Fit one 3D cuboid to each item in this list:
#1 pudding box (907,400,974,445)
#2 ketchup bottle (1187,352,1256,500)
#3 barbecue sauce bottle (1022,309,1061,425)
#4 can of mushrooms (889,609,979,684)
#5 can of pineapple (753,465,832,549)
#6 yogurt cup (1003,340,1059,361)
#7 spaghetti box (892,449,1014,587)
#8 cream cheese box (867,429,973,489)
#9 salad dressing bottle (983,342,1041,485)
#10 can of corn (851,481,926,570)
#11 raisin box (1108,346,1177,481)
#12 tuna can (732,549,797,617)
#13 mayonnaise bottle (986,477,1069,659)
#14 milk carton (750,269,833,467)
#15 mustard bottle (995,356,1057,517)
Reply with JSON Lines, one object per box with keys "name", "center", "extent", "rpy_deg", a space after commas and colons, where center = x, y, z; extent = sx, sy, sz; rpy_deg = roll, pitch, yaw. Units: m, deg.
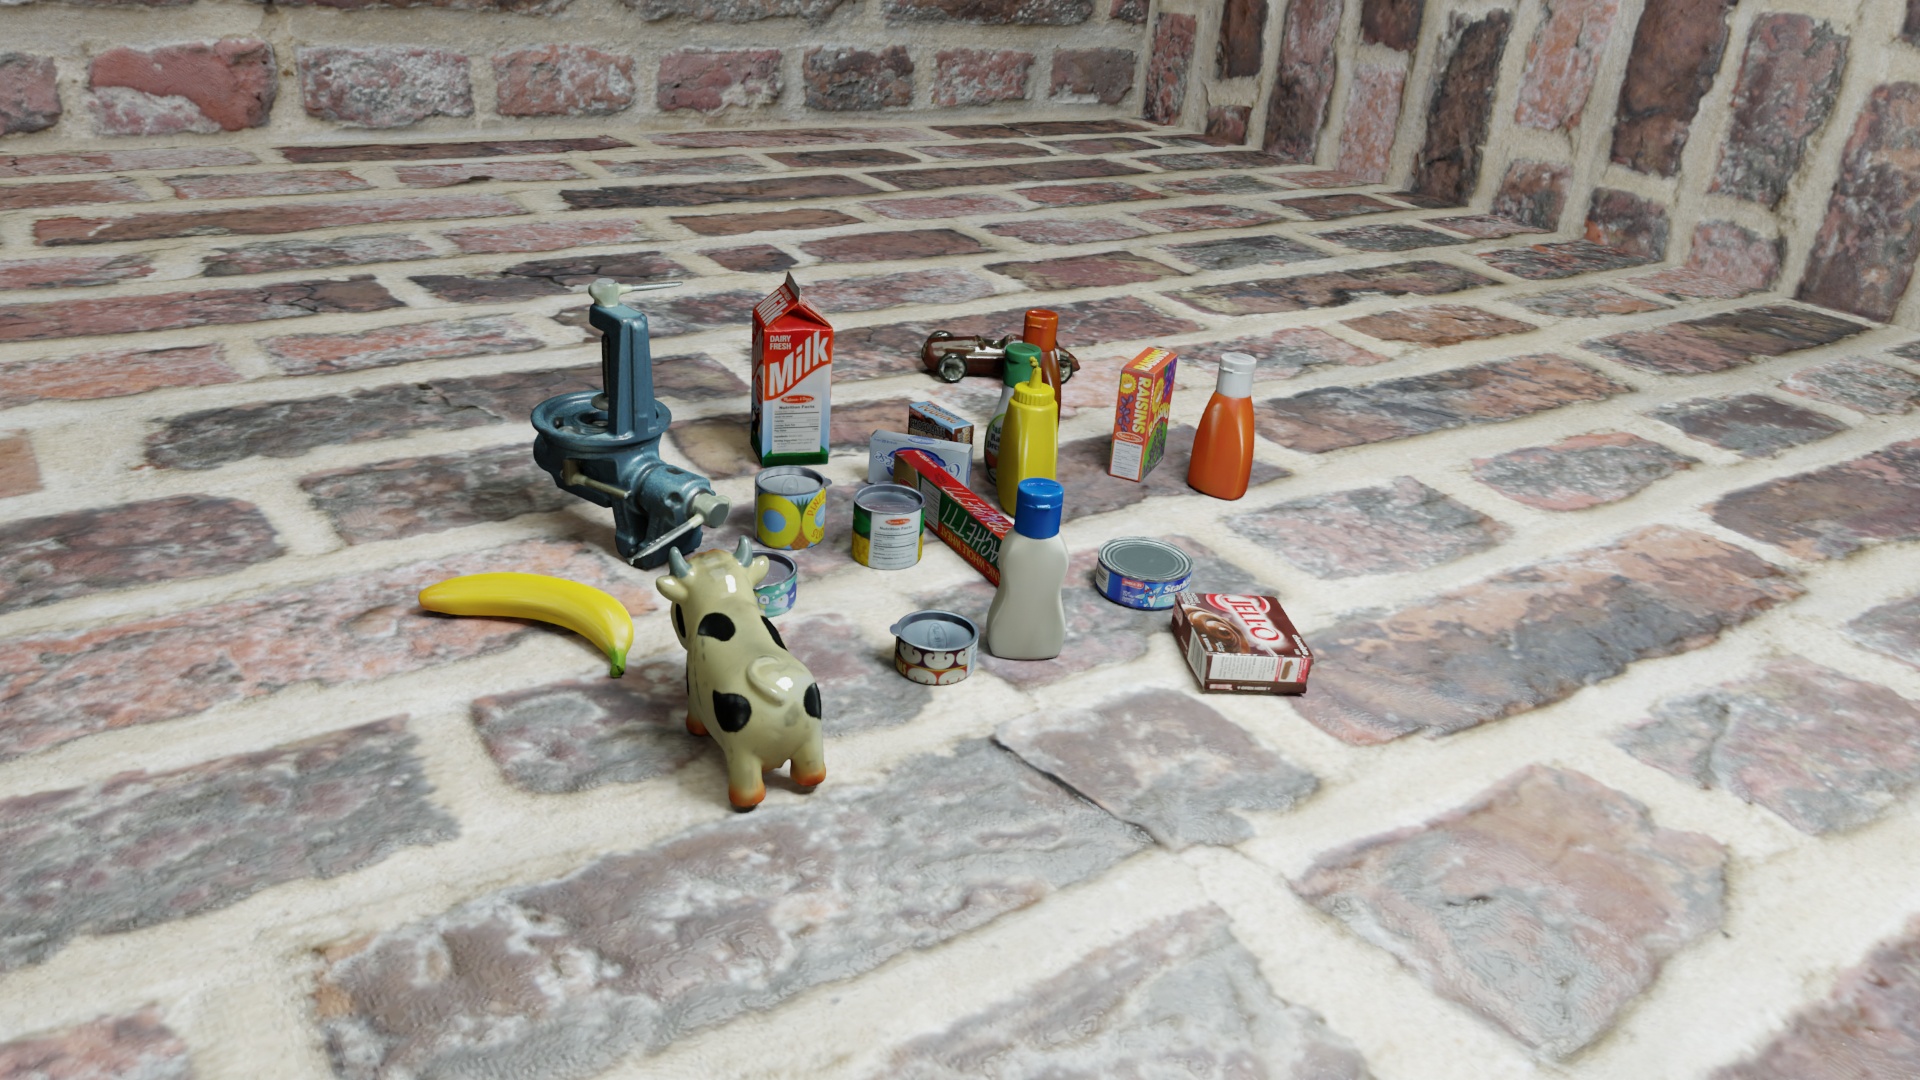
{"name": "pudding box", "center": [-0.022, -0.114, 1.492], "extent": [0.030, 0.049, 0.084], "rpy_deg": [-14, 32, -34]}
{"name": "ketchup bottle", "center": [0.277, -0.119, 1.444], "extent": [0.065, 0.148, 0.044], "rpy_deg": [23, 31, 34]}
{"name": "barbecue sauce bottle", "center": [0.082, -0.179, 1.531], "extent": [0.065, 0.147, 0.044], "rpy_deg": [14, 27, 18]}
{"name": "can of mushrooms", "center": [-0.022, 0.084, 1.102], "extent": [0.071, 0.033, 0.071], "rpy_deg": [4, 26, -2]}
{"name": "can of pineapple", "center": [-0.156, -0.030, 1.286], "extent": [0.071, 0.057, 0.071], "rpy_deg": [4, 26, -2]}
{"name": "yogurt cup", "center": [0.085, -0.207, 1.698], "extent": [0.072, 0.053, 0.073], "rpy_deg": [4, 26, -2]}
{"name": "spaghetti box", "center": [0.005, -0.016, 1.295], "extent": [0.029, 0.050, 0.251], "rpy_deg": [-10, 30, -28]}
{"name": "cream cheese box", "center": [-0.041, -0.077, 1.408], "extent": [0.104, 0.053, 0.024], "rpy_deg": [10, 26, 10]}
{"name": "salad dressing bottle", "center": [0.057, -0.127, 1.422], "extent": [0.064, 0.147, 0.044], "rpy_deg": [24, 32, 35]}
{"name": "can of corn", "center": [-0.066, -0.014, 1.268], "extent": [0.071, 0.058, 0.071], "rpy_deg": [4, 26, -2]}
{"name": "raisin box", "center": [0.196, -0.136, 1.492], "extent": [0.040, 0.122, 0.086], "rpy_deg": [16, 28, 21]}
{"name": "tuna can", "center": [-0.171, 0.038, 1.172], "extent": [0.071, 0.032, 0.071], "rpy_deg": [4, 26, -2]}
{"name": "mayonnaise bottle", "center": [0.057, 0.024, 1.111], "extent": [0.065, 0.147, 0.041], "rpy_deg": [2, 26, -7]}
{"name": "milk carton", "center": [-0.175, -0.177, 1.434], "extent": [0.073, 0.189, 0.072], "rpy_deg": [-4, 27, -18]}
{"name": "mustard bottle", "center": [0.069, -0.102, 1.358], "extent": [0.049, 0.159, 0.065], "rpy_deg": [-7, 28, -23]}
